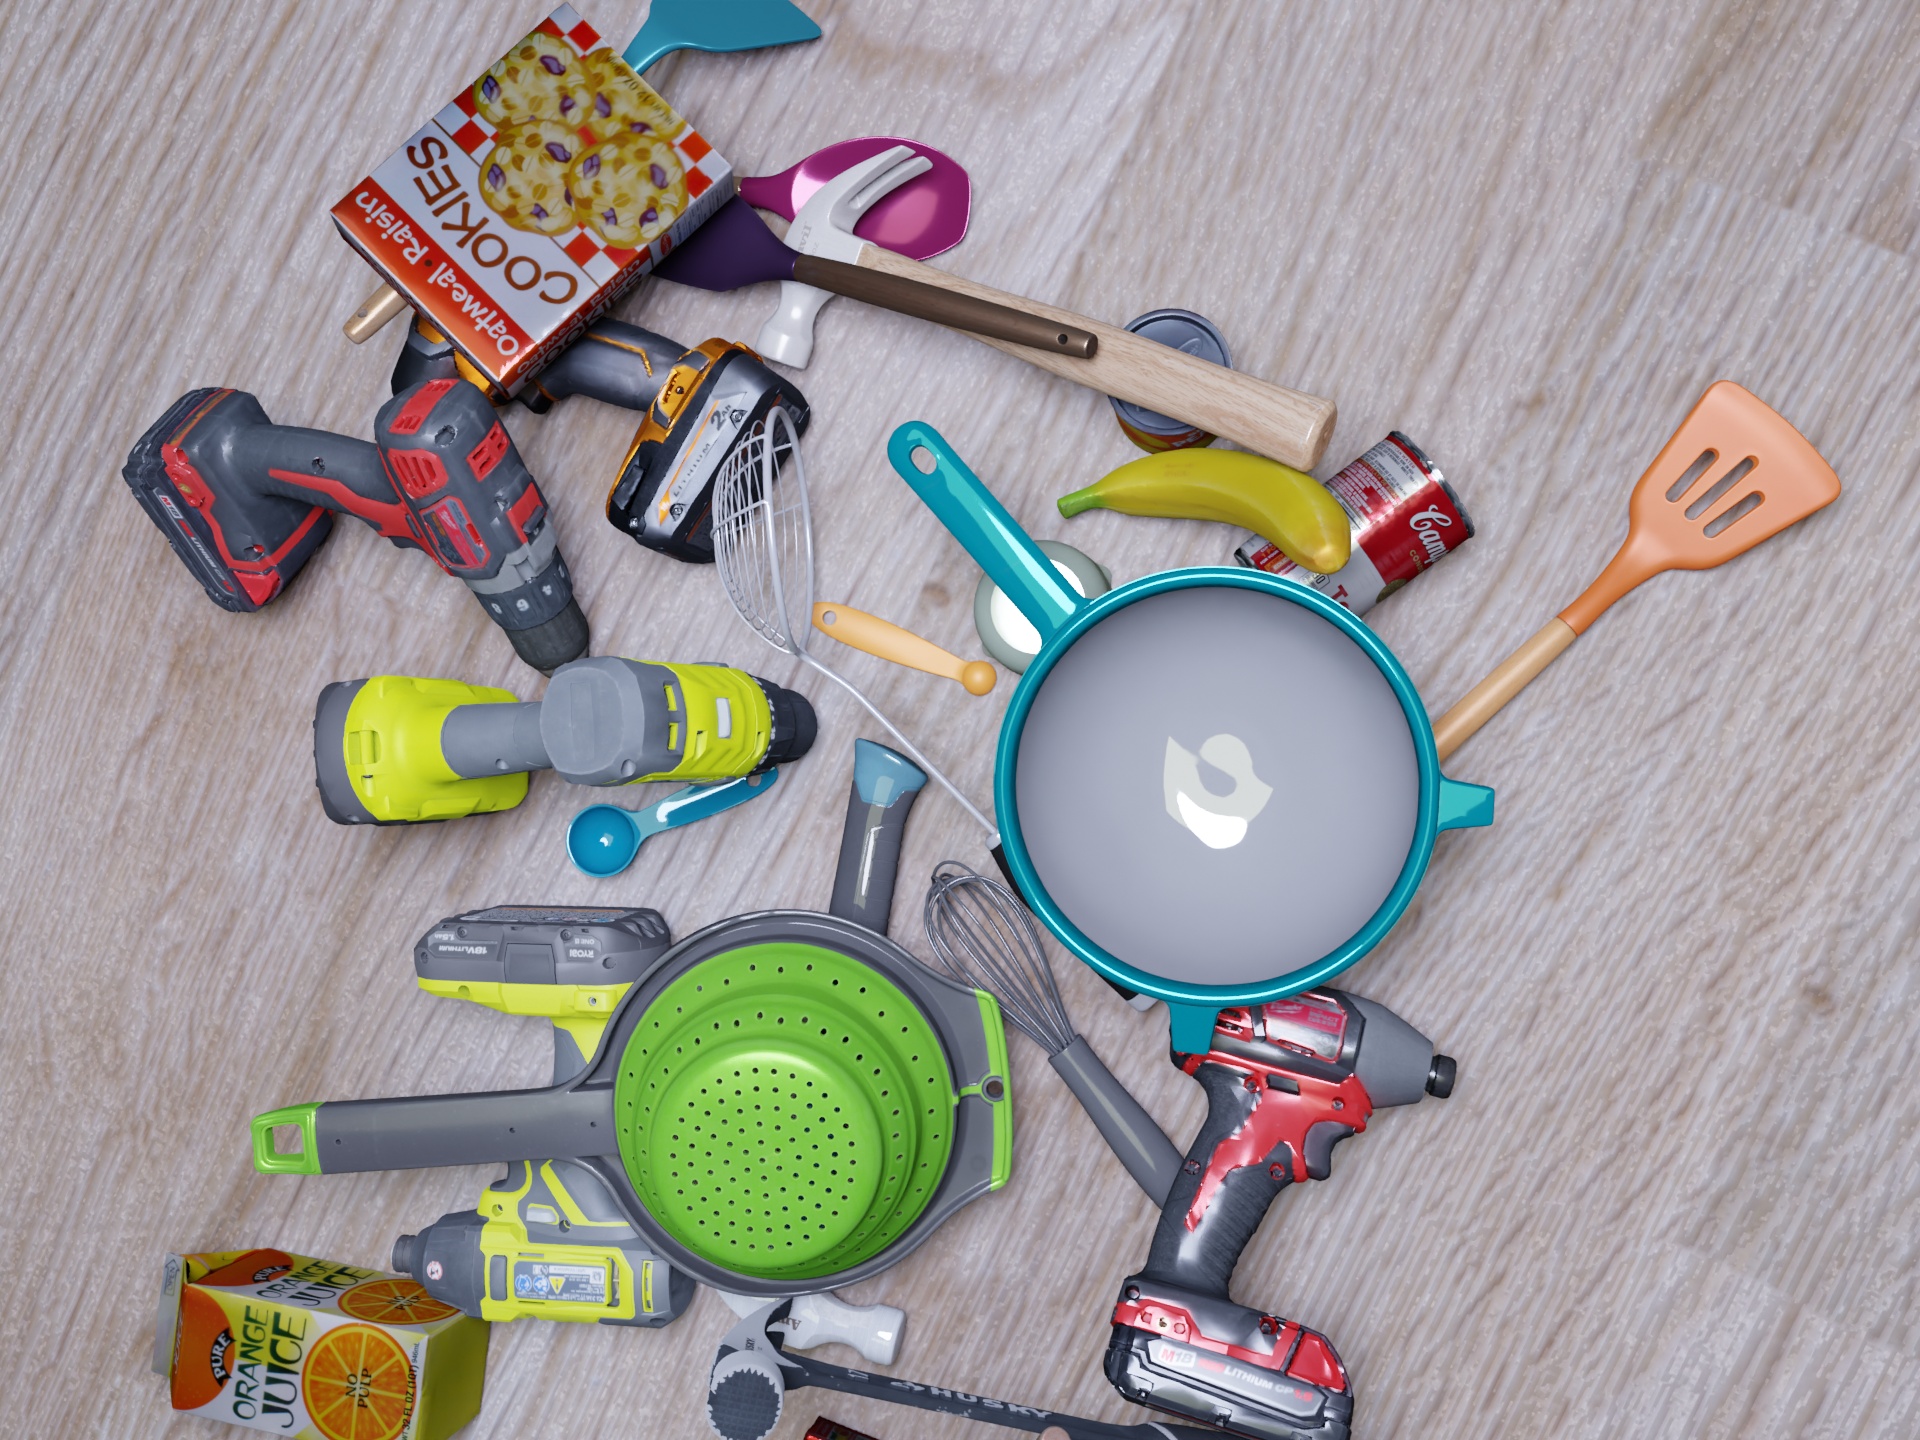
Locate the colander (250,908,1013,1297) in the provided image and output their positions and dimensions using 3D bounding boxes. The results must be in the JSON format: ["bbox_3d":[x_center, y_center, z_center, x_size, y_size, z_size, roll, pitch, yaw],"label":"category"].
[{"bbox_3d":[-0.172,0.209,0.791,0.397,0.094,0.204,-4,93,2],"label":"colander"}]

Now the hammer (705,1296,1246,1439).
[{"bbox_3d":[0.078,0.355,0.786,0.409,0.149,0.036,14,83,-4],"label":"hammer"}]

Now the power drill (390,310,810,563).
[{"bbox_3d":[-0.217,-0.181,0.897,0.226,0.084,0.164,35,95,15],"label":"power drill"}]

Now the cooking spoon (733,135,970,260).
[{"bbox_3d":[-0.149,-0.308,0.918,0.319,0.017,0.068,8,102,11],"label":"cooking spoon"}]

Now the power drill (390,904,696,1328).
[{"bbox_3d":[-0.236,0.219,0.885,0.171,0.080,0.223,0,91,10],"label":"power drill"}]

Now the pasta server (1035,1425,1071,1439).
[{"bbox_3d":[0.016,0.390,0.746,0.060,0.316,0.040,12,50,0],"label":"pasta server"}]

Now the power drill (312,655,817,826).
[{"bbox_3d":[-0.205,0.009,0.848,0.228,0.190,0.080,-5,87,25],"label":"power drill"}]

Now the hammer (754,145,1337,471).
[{"bbox_3d":[0.040,-0.202,0.820,0.331,0.031,0.130,27,103,26],"label":"hammer"}]

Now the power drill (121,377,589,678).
[{"bbox_3d":[-0.322,-0.103,0.886,0.227,0.187,0.080,5,49,21],"label":"power drill"}]

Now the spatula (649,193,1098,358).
[{"bbox_3d":[-0.064,-0.238,0.847,0.316,0.018,0.059,23,106,27],"label":"spatula"}]

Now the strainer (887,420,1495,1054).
[{"bbox_3d":[0.087,-0.018,0.804,0.211,0.095,0.340,-42,82,12],"label":"strainer"}]

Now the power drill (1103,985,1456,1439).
[{"bbox_3d":[0.157,0.234,0.780,0.143,0.078,0.220,13,67,11],"label":"power drill"}]

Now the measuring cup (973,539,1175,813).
[{"bbox_3d":[0.067,-0.022,0.853,0.083,0.038,0.168,-32,81,8],"label":"measuring cup"}]

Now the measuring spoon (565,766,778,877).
[{"bbox_3d":[-0.163,0.053,0.910,0.128,0.021,0.042,-22,83,0],"label":"measuring spoon"}]

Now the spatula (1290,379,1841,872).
[{"bbox_3d":[0.291,-0.032,0.810,0.322,0.041,0.081,-44,81,7],"label":"spatula"}]

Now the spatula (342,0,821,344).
[{"bbox_3d":[-0.215,-0.313,0.878,0.082,0.044,0.317,42,81,16],"label":"spatula"}]

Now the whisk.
[{"bbox_3d":[0.058,0.173,0.844,0.055,0.055,0.239,-38,86,7],"label":"whisk"}]

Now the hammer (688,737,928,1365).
[{"bbox_3d":[-0.067,0.176,0.874,0.128,0.033,0.331,10,89,10],"label":"hammer"}]

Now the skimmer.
[{"bbox_3d":[-0.001,-0.003,0.835,0.090,0.127,0.363,-44,93,7],"label":"skimmer"}]

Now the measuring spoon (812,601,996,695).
[{"bbox_3d":[-0.035,-0.042,0.888,0.117,0.011,0.021,22,92,11],"label":"measuring spoon"}]
